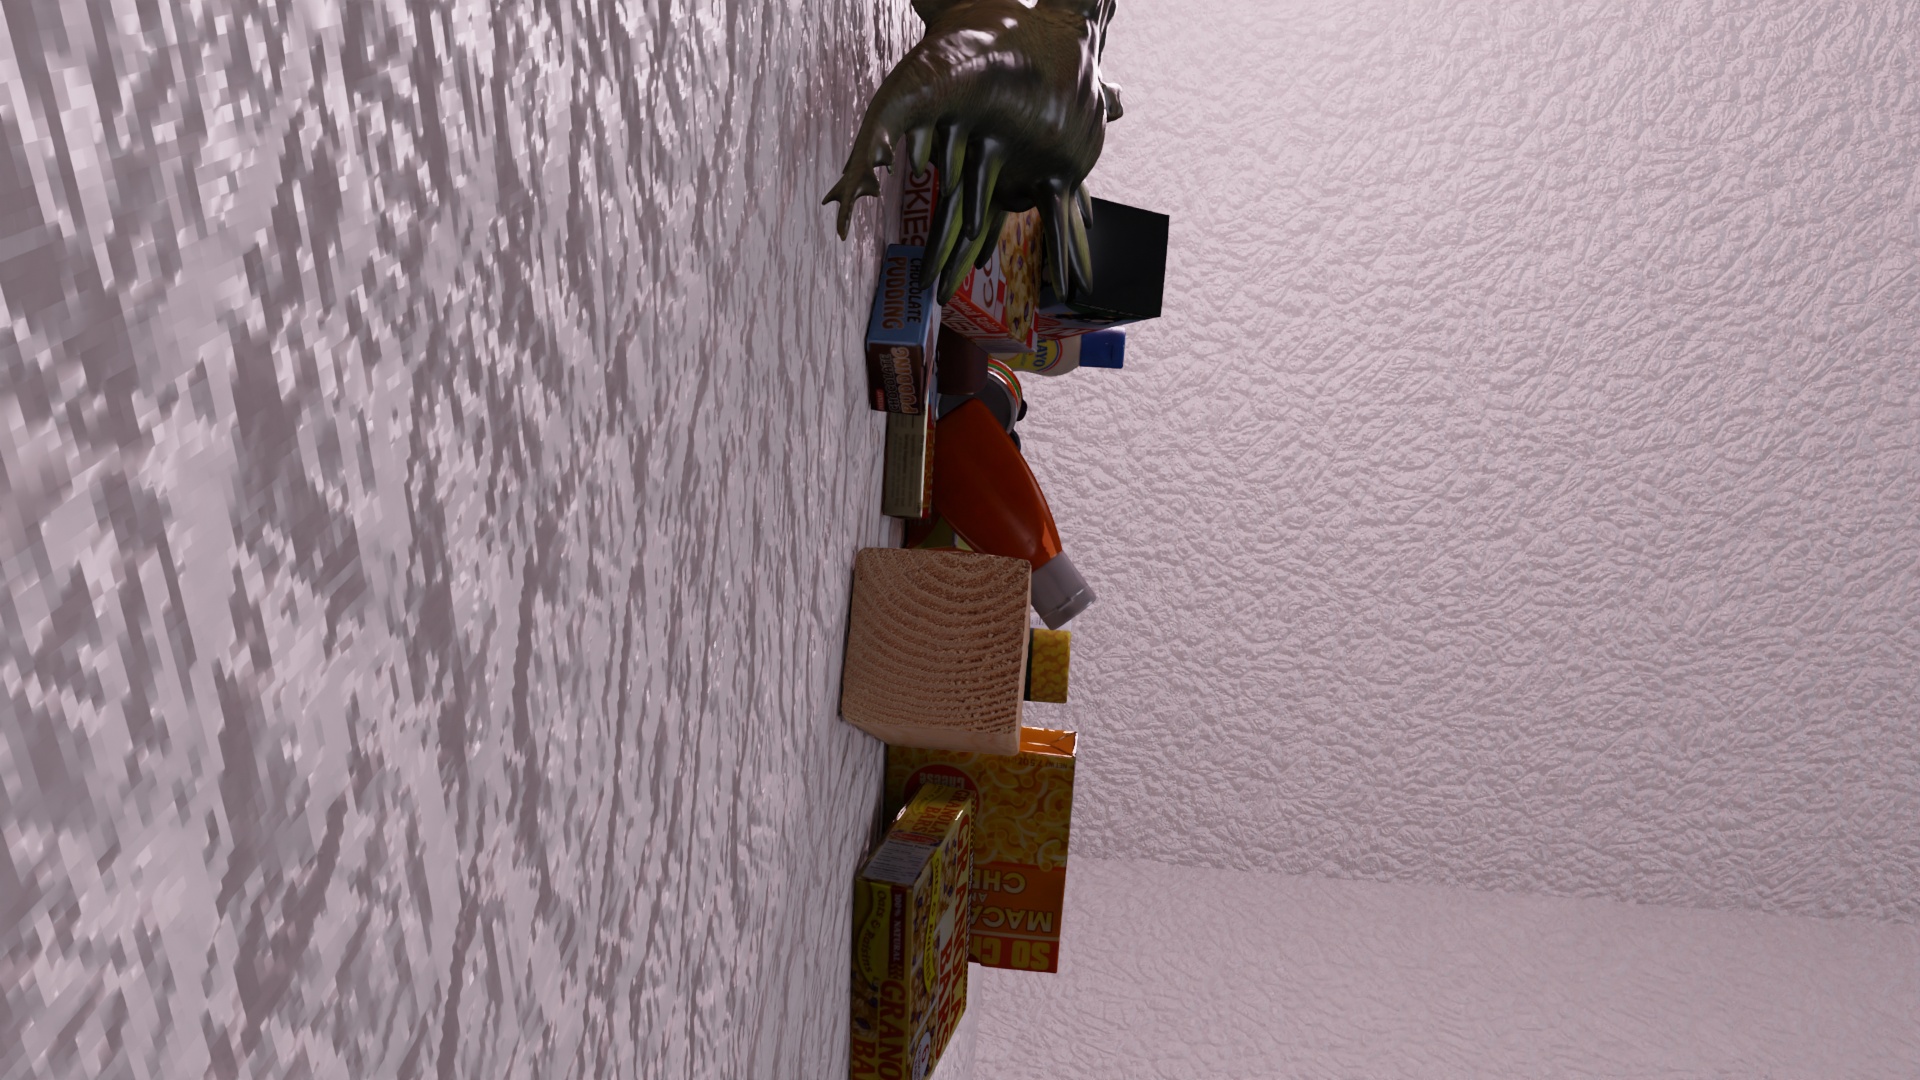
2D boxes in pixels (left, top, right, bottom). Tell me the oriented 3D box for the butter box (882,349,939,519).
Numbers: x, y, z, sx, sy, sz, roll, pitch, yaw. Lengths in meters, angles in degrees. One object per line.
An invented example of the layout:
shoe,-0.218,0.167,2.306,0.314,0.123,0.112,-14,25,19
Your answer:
butter box,-0.029,-0.064,0.823,0.053,0.024,0.103,-29,122,-85

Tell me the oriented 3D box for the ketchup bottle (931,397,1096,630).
ketchup bottle,0.028,-0.014,0.869,0.149,0.064,0.043,55,5,2

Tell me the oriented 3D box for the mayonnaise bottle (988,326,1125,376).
mayonnaise bottle,0.066,-0.170,1.192,0.041,0.148,0.064,-78,171,-64

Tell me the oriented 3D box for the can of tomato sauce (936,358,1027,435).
can of tomato sauce,0.016,-0.106,1.096,0.083,0.071,0.071,-67,161,-76

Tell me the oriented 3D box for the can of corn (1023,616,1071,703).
can of corn,0.054,0.093,1.060,0.071,0.058,0.071,-1,94,-85

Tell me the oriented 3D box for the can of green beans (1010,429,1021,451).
can of green beans,0.019,-0.065,1.207,0.057,0.071,0.071,89,6,-53

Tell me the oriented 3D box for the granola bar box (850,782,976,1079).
granola bar box,-0.029,0.252,0.862,0.125,0.039,0.165,-43,138,-65

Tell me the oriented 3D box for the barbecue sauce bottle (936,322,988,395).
barbecue sauce bottle,0.000,-0.181,0.984,0.065,0.044,0.148,-83,175,-68

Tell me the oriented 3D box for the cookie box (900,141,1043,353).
cookie box,0.012,-0.195,0.872,0.167,0.040,0.123,16,77,-70

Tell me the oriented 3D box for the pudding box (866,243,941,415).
pudding box,-0.029,-0.113,0.735,0.049,0.030,0.084,91,5,-49

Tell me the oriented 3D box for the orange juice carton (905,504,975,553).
orange juice carton,0.004,-0.012,0.986,0.192,0.073,0.072,74,20,-77

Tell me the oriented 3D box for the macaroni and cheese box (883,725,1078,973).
macaroni and cheese box,0.010,0.204,0.931,0.040,0.124,0.165,-66,160,-71

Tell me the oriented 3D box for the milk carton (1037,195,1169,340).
milk carton,0.066,-0.190,1.006,0.190,0.072,0.073,2,-93,64
